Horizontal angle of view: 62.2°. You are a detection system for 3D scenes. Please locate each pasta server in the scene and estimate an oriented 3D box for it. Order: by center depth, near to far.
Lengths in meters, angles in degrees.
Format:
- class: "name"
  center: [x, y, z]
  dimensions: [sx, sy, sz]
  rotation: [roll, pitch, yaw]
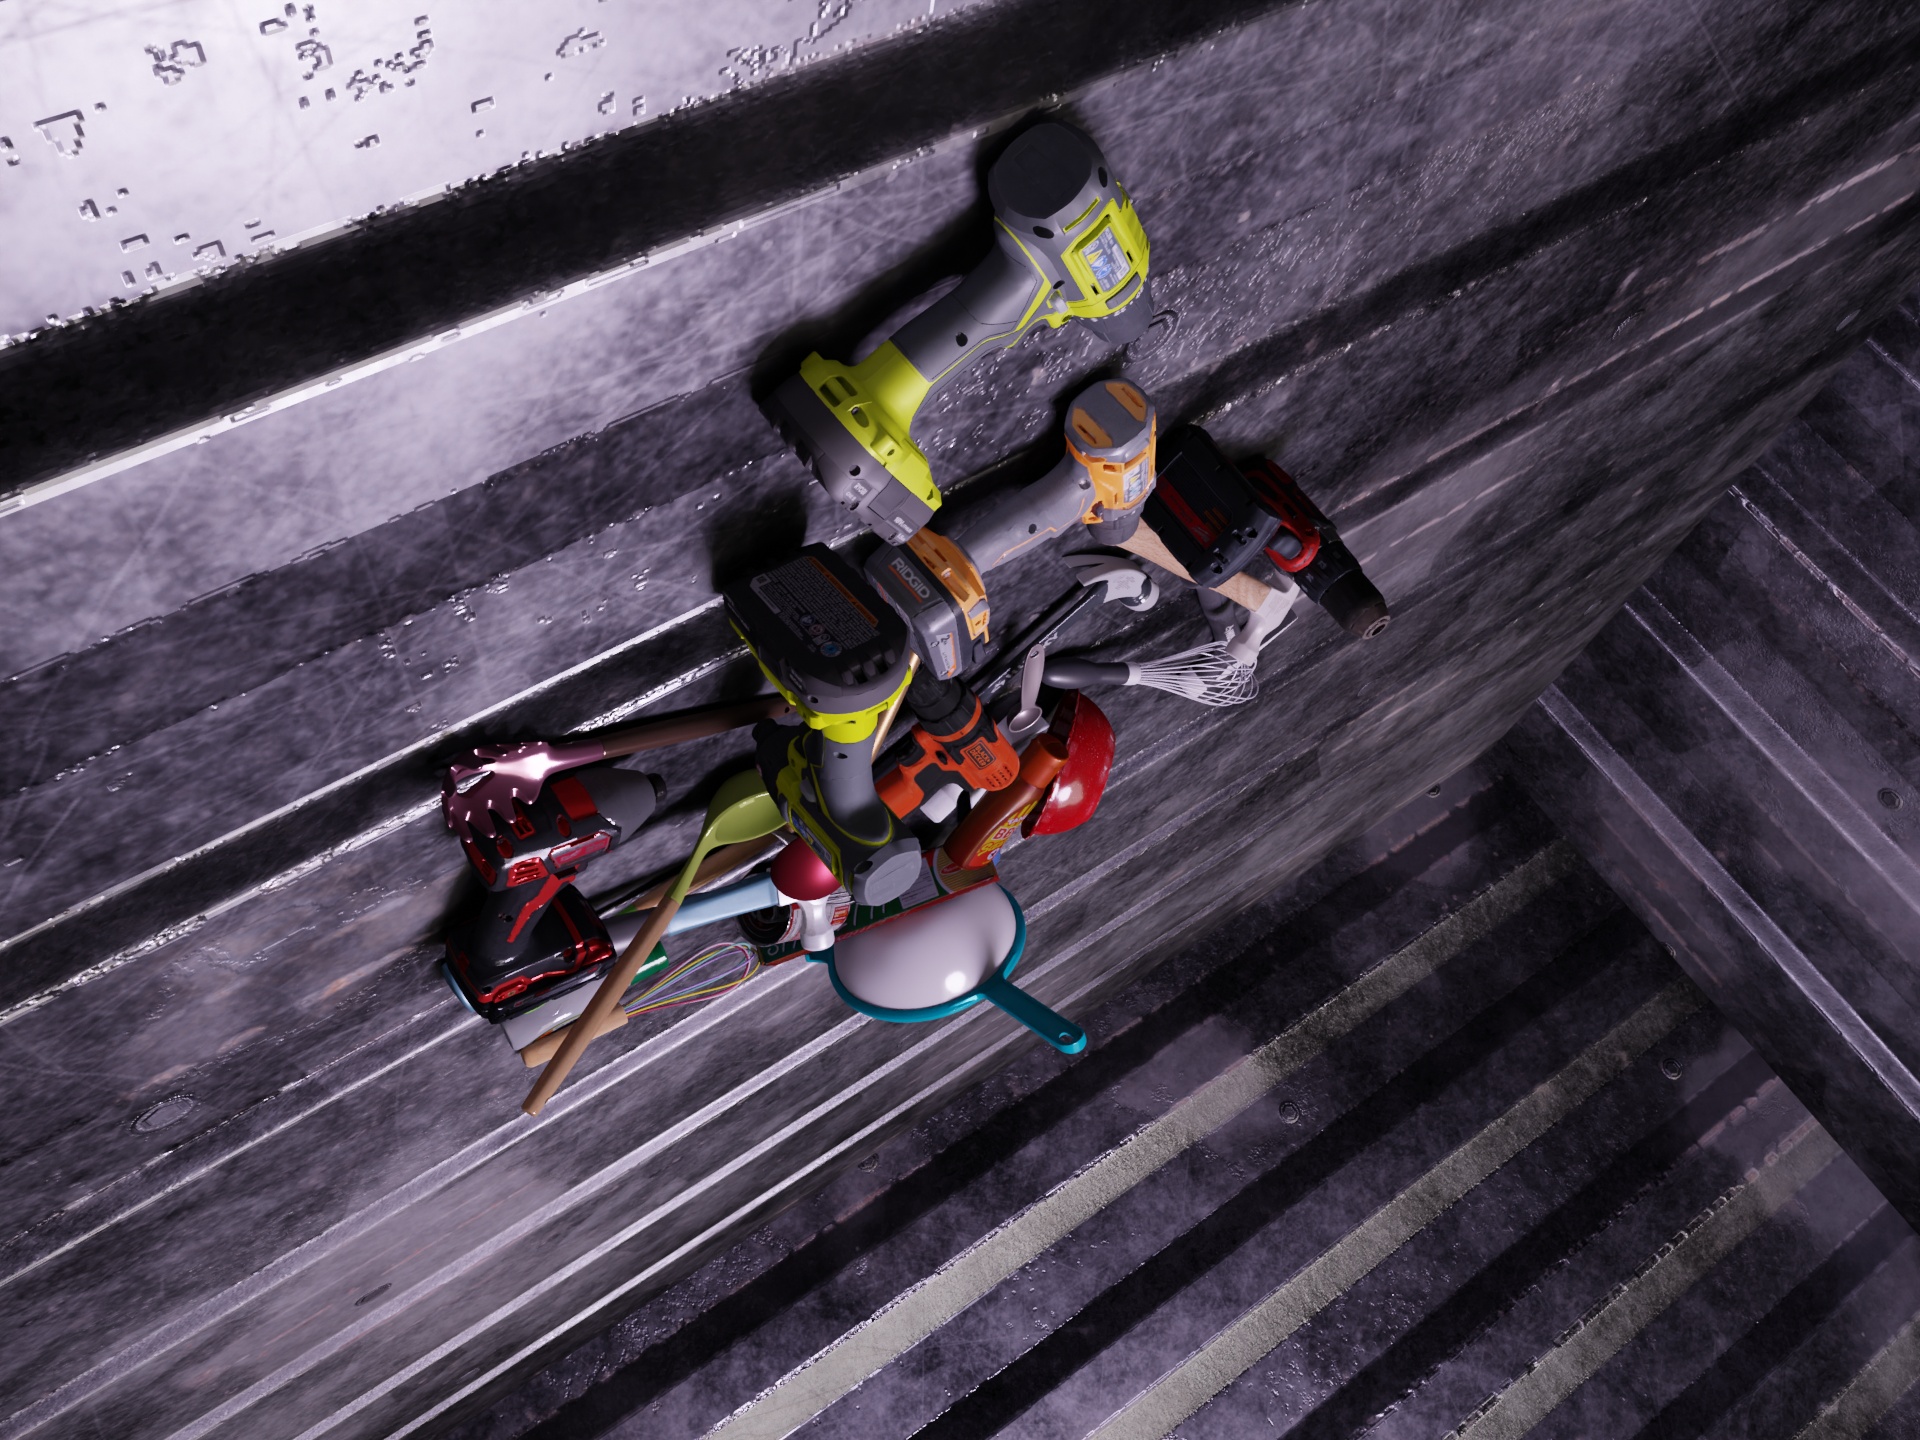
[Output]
- class: "pasta server"
  center: [-0.221, 0.018, 1.083]
  dimensions: [0.316, 0.040, 0.060]
  rotation: [-15, 129, -49]

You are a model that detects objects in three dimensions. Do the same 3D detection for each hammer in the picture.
- class: "hammer"
  center: [-0.256, 0.170, 1.304]
  dimensions: [0.331, 0.033, 0.128]
  rotation: [-15, 109, -30]
- class: "hammer"
  center: [-0.002, -0.005, 1.412]
  dimensions: [0.409, 0.036, 0.149]
  rotation: [-41, 159, 14]
- class: "hammer"
  center: [0.222, -0.138, 1.422]
  dimensions: [0.331, 0.031, 0.130]
  rotation: [16, 109, -55]
- class: "hammer"
  center: [0.271, -0.114, 1.630]
  dimensions: [0.146, 0.035, 0.334]
  rotation: [-37, 161, 3]
- class: "hammer"
  center: [0.025, 0.092, 1.641]
  dimensions: [0.144, 0.035, 0.405]
  rotation: [-42, 166, -11]

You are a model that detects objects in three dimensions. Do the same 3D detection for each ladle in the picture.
- class: "ladle"
  center: [-0.223, 0.164, 1.205]
  dimensions: [0.320, 0.062, 0.078]
  rotation: [-58, 170, -27]
- class: "ladle"
  center: [-0.075, 0.026, 1.266]
  dimensions: [0.069, 0.031, 0.315]
  rotation: [13, 117, -26]

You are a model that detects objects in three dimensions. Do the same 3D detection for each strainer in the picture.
- class: "strainer"
  center: [-0.004, 0.221, 1.585]
  dimensions: [0.211, 0.341, 0.095]
  rotation: [-35, 129, -25]

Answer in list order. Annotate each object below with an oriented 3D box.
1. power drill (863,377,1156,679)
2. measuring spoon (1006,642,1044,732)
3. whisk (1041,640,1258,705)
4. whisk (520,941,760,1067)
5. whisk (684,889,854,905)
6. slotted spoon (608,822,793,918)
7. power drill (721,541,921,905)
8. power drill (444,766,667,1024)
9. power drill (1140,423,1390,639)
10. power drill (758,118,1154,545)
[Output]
- class: "power drill"
  center: [0.048, -0.130, 1.151]
  dimensions: [0.226, 0.084, 0.185]
  rotation: [-39, 162, -7]
- class: "measuring spoon"
  center: [0.057, -0.032, 1.384]
  dimensions: [0.034, 0.018, 0.124]
  rotation: [-23, 149, -19]
- class: "whisk"
  center: [0.189, -0.045, 1.558]
  dimensions: [0.284, 0.070, 0.070]
  rotation: [-1, 142, -37]
- class: "whisk"
  center: [-0.302, 0.271, 1.522]
  dimensions: [0.245, 0.047, 0.051]
  rotation: [-23, 158, -26]
- class: "whisk"
  center: [-0.178, 0.155, 1.408]
  dimensions: [0.239, 0.055, 0.055]
  rotation: [-12, 152, -22]
- class: "slotted spoon"
  center: [-0.252, 0.150, 1.347]
  dimensions: [0.314, 0.031, 0.070]
  rotation: [-30, 140, -25]
- class: "power drill"
  center: [-0.095, 0.000, 1.060]
  dimensions: [0.080, 0.171, 0.223]
  rotation: [-28, 143, -24]
- class: "power drill"
  center: [-0.290, 0.116, 1.139]
  dimensions: [0.143, 0.079, 0.219]
  rotation: [-22, 153, -37]
- class: "power drill"
  center: [0.253, -0.147, 1.301]
  dimensions: [0.080, 0.188, 0.226]
  rotation: [-47, 154, 25]
- class: "power drill"
  center: [0.013, -0.210, 0.906]
  dimensions: [0.228, 0.080, 0.190]
  rotation: [-42, 160, 7]
